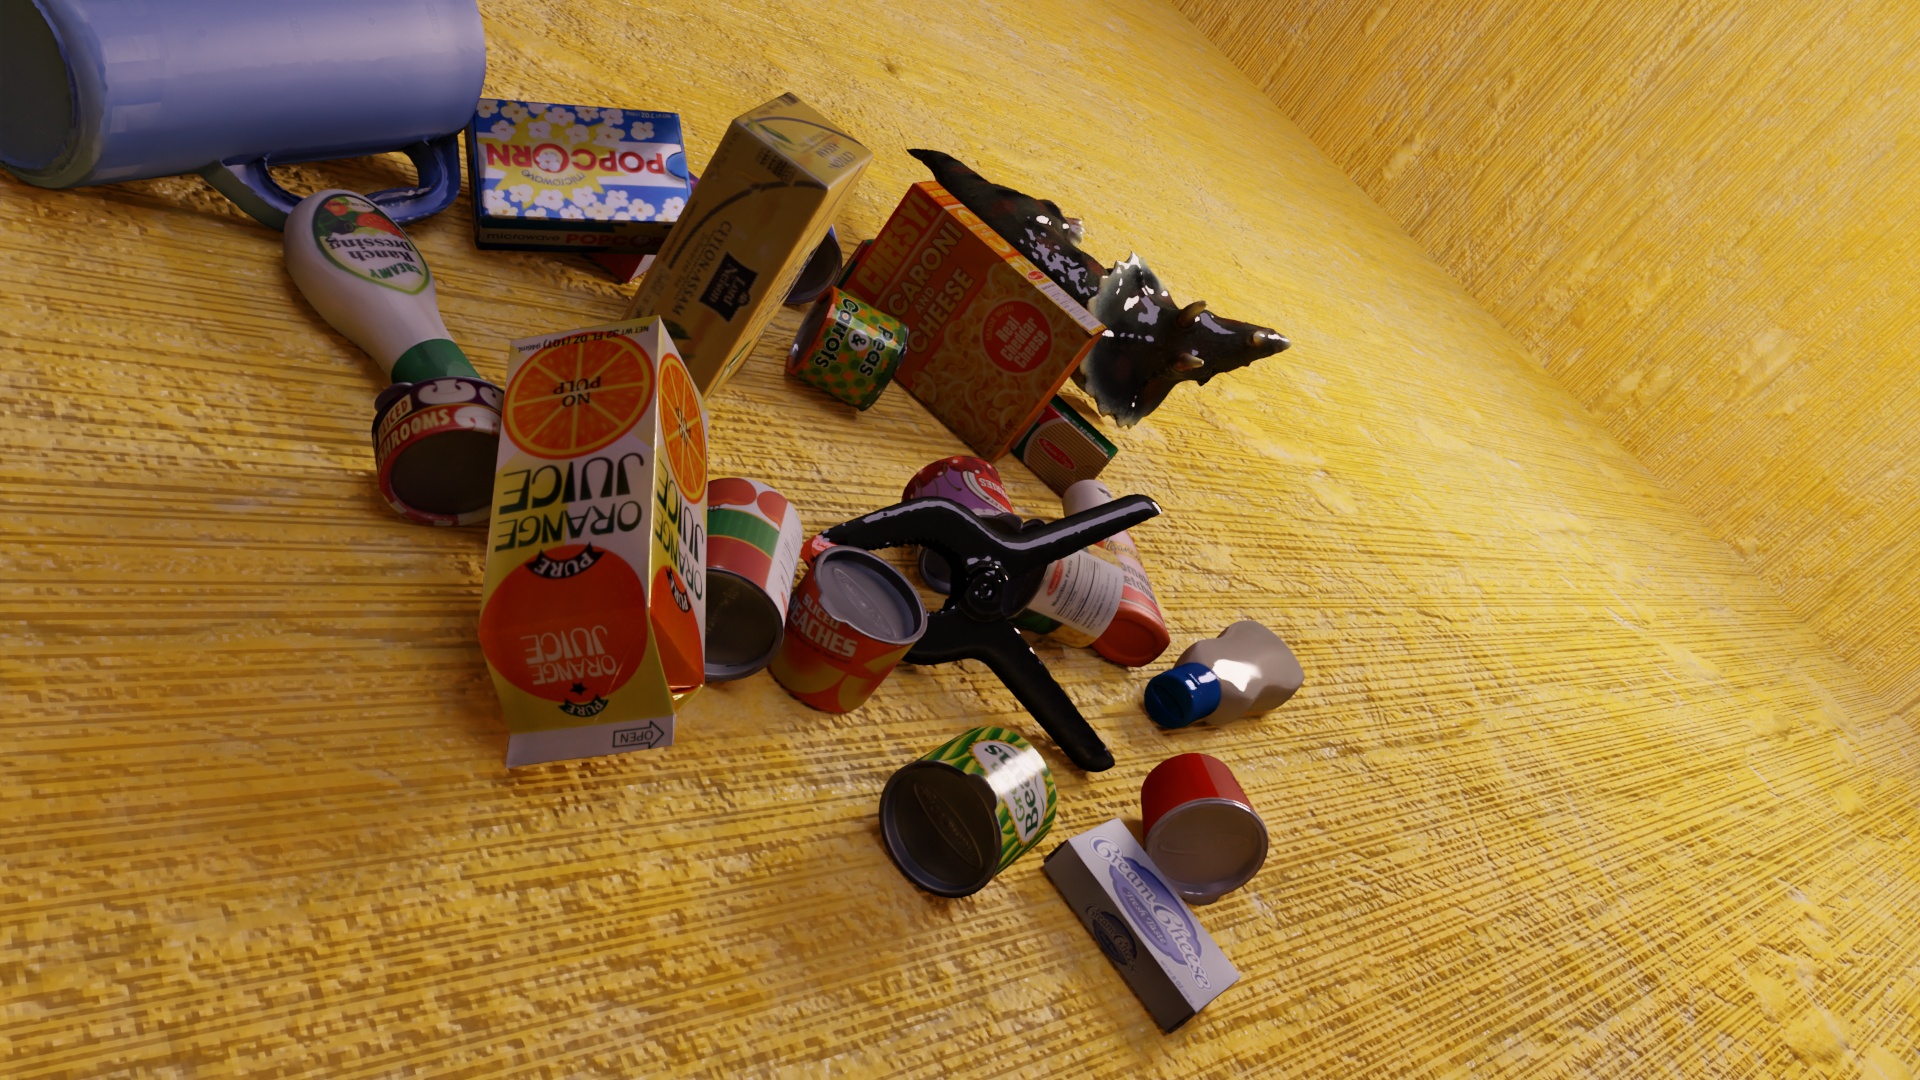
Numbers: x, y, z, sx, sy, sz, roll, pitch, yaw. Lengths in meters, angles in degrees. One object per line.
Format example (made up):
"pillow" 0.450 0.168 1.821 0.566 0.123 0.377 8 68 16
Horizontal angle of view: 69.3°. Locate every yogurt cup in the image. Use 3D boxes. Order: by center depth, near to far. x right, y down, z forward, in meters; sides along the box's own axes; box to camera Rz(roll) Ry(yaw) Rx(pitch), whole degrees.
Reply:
"yogurt cup" 0.131 0.154 0.767 0.072 0.072 0.054 29 22 -17

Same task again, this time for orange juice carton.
"orange juice carton" -0.154 0.004 0.595 0.072 0.072 0.193 73 9 -58

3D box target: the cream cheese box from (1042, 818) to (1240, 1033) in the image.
"cream cheese box" 0.092 0.193 0.707 0.053 0.024 0.104 -7 52 -54

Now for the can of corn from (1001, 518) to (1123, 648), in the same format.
"can of corn" 0.058 0.027 0.863 0.058 0.071 0.071 24 32 -26

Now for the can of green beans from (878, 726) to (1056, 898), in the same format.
"can of green beans" 0.005 0.127 0.659 0.071 0.071 0.058 47 30 15

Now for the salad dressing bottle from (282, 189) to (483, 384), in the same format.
"salad dressing bottle" -0.284 -0.113 0.695 0.148 0.043 0.064 50 32 19

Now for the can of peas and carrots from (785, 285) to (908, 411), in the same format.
"can of peas and carrots" -0.075 -0.128 0.925 0.059 0.070 0.071 26 31 -20

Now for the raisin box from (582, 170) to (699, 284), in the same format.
"raisin box" -0.224 -0.227 0.929 0.086 0.040 0.124 35 29 -4

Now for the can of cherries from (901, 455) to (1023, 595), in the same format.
"can of cherries" 0.003 -0.011 0.846 0.071 0.071 0.059 19 34 -31

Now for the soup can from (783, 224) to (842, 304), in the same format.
"soup can" -0.126 -0.221 1.003 0.071 0.071 0.084 20 34 -31

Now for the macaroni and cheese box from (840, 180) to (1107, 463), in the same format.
"macaroni and cheese box" 0.002 -0.157 0.996 0.166 0.123 0.040 42 26 7

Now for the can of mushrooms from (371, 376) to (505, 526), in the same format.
"can of mushrooms" -0.232 -0.040 0.628 0.071 0.070 0.033 12 40 -39

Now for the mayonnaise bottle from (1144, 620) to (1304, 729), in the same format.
"mayonnaise bottle" 0.173 0.092 0.924 0.065 0.041 0.148 49 32 22

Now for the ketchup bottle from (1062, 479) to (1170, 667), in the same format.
"ketchup bottle" 0.098 0.017 0.941 0.064 0.043 0.149 32 28 -29

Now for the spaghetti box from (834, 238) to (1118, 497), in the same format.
"spaghetti box" 0.009 -0.129 1.041 0.250 0.050 0.029 42 27 7

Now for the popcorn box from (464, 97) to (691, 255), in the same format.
"popcorn box" -0.232 -0.220 0.845 0.127 0.038 0.085 -3 68 -24

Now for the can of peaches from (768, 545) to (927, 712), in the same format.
"can of peaches" -0.061 0.046 0.708 0.071 0.057 0.071 28 31 -19

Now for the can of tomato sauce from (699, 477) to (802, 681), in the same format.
"can of tomato sauce" -0.116 0.017 0.680 0.071 0.071 0.083 29 30 -17
